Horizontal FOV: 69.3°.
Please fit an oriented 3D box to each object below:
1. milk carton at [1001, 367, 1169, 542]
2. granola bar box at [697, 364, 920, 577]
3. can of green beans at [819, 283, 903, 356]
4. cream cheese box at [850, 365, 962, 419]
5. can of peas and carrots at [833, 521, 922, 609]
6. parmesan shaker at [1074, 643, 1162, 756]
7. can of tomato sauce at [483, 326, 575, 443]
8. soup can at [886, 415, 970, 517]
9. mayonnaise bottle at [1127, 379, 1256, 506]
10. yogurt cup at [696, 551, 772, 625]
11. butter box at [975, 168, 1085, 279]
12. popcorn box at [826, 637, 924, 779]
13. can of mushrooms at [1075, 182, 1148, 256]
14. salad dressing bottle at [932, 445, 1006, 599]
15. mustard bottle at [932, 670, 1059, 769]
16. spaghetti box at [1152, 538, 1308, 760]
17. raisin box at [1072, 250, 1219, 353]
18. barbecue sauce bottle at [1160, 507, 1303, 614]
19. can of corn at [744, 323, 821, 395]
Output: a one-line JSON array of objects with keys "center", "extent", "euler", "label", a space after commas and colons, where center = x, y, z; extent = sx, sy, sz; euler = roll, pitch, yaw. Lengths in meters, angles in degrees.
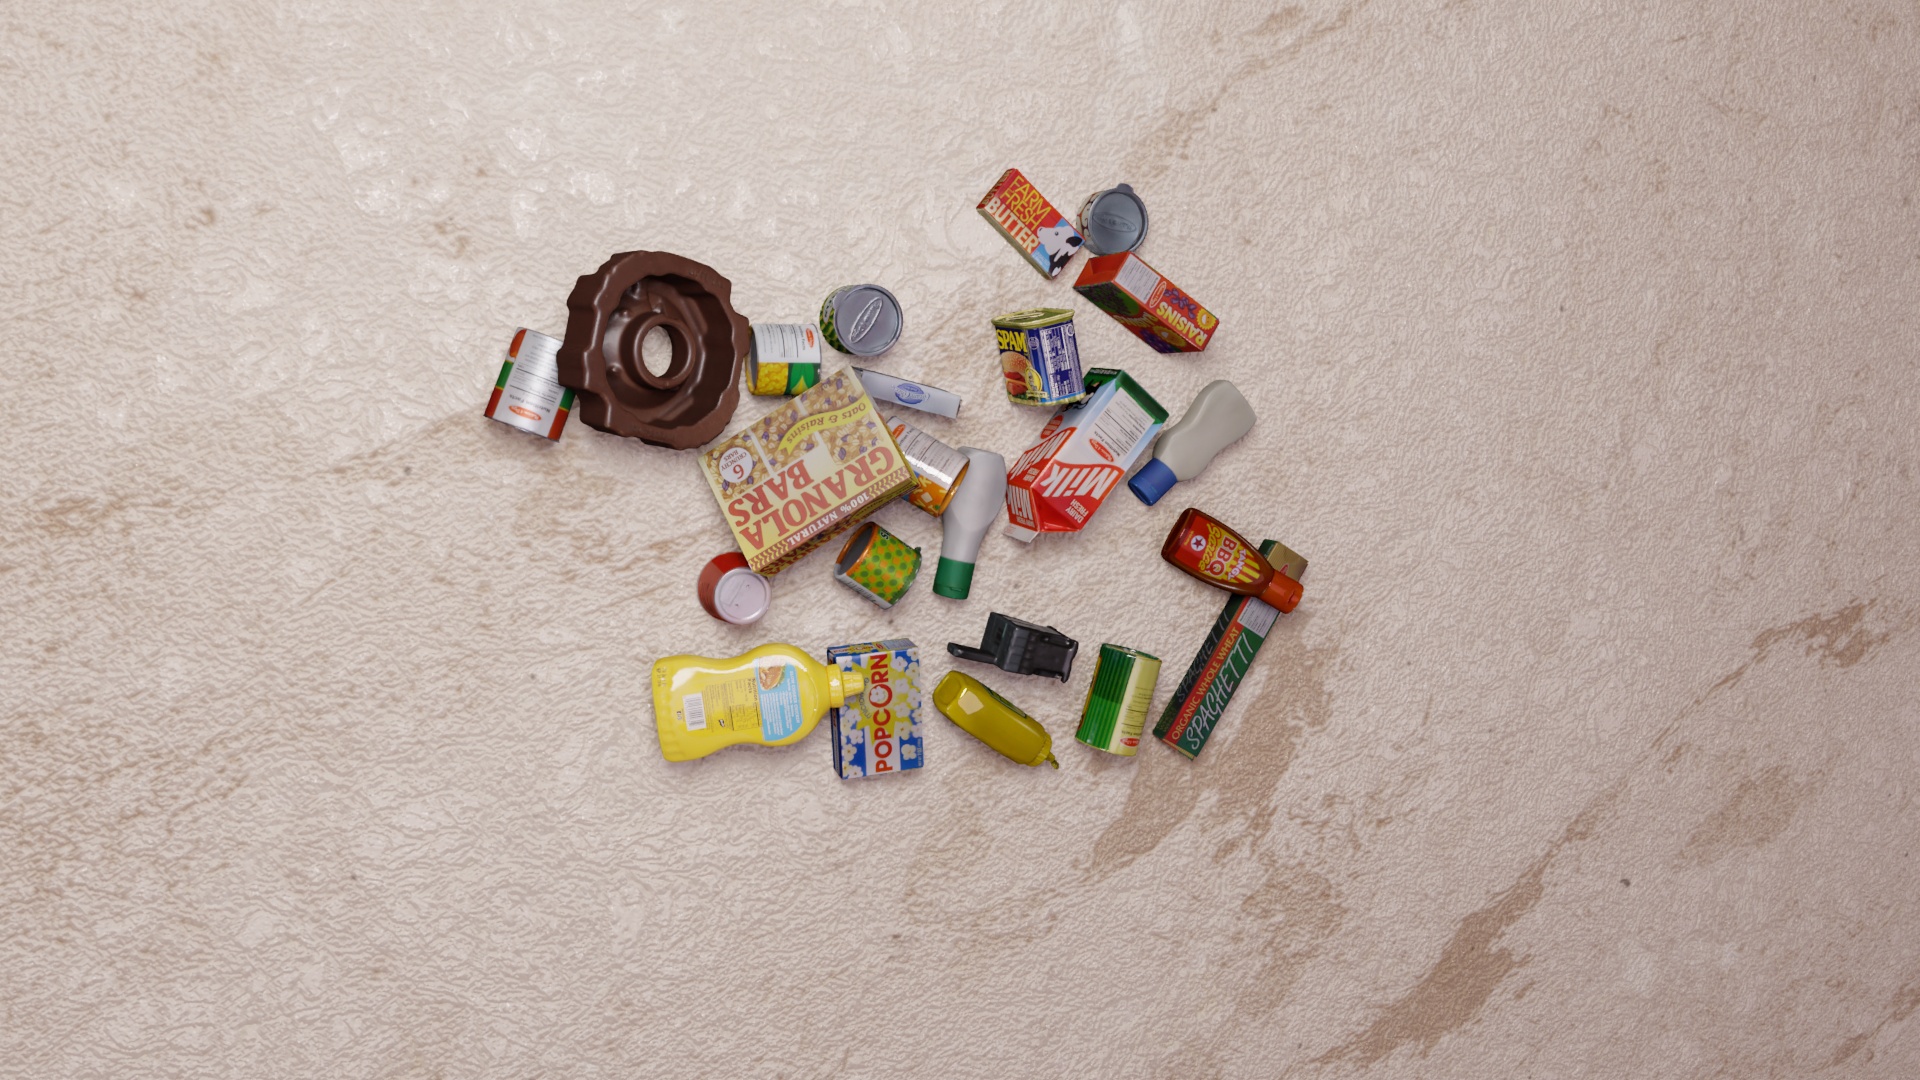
[{"center": [0.112, -0.077, 1.379], "extent": [0.073, 0.072, 0.191], "euler": [41, 82, -21], "label": "milk carton"}, {"center": [-0.136, -0.061, 1.249], "extent": [0.165, 0.039, 0.124], "euler": [-31, 74, 7], "label": "granola bar box"}, {"center": [-0.093, -0.205, 1.290], "extent": [0.071, 0.058, 0.071], "euler": [-3, 100, -20], "label": "can of green beans"}, {"center": [-0.055, -0.141, 1.317], "extent": [0.104, 0.053, 0.024], "euler": [13, 99, -21], "label": "cream cheese box"}, {"center": [-0.078, 0.021, 1.327], "extent": [0.058, 0.071, 0.071], "euler": [34, 86, -21], "label": "can of peas and carrots"}, {"center": [0.165, 0.164, 1.441], "extent": [0.071, 0.071, 0.103], "euler": [15, 92, -22], "label": "parmesan shaker"}, {"center": [-0.364, -0.134, 1.196], "extent": [0.071, 0.071, 0.083], "euler": [20, 88, -22], "label": "can of tomato sauce"}, {"center": [-0.043, -0.068, 1.311], "extent": [0.084, 0.071, 0.071], "euler": [30, 87, 6], "label": "soup can"}, {"center": [0.237, -0.098, 1.439], "extent": [0.148, 0.041, 0.064], "euler": [-43, 108, -8], "label": "mayonnaise bottle"}, {"center": [-0.207, 0.047, 1.289], "extent": [0.072, 0.054, 0.072], "euler": [-3, 99, -19], "label": "yogurt cup"}, {"center": [0.069, -0.308, 1.352], "extent": [0.103, 0.024, 0.053], "euler": [41, 84, -21], "label": "butter box"}, {"center": [-0.083, 0.165, 1.361], "extent": [0.085, 0.038, 0.126], "euler": [-5, 100, -18], "label": "popcorn box"}, {"center": [0.151, -0.317, 1.377], "extent": [0.071, 0.033, 0.071], "euler": [-3, 100, -19], "label": "can of mushrooms"}, {"center": [0.005, -0.017, 1.364], "extent": [0.064, 0.044, 0.147], "euler": [11, 95, -16], "label": "salad dressing bottle"}, {"center": [0.045, 0.189, 1.402], "extent": [0.160, 0.065, 0.049], "euler": [36, 91, -27], "label": "mustard bottle"}, {"center": [0.291, 0.116, 1.498], "extent": [0.050, 0.029, 0.250], "euler": [32, 86, -21], "label": "spaghetti box"}, {"center": [0.183, -0.234, 1.373], "extent": [0.123, 0.086, 0.040], "euler": [33, 82, -22], "label": "raisin box"}, {"center": [0.288, 0.026, 1.455], "extent": [0.148, 0.043, 0.065], "euler": [29, 89, -6], "label": "barbecue sauce bottle"}, {"center": [-0.163, -0.163, 1.268], "extent": [0.058, 0.071, 0.071], "euler": [-2, 99, -19], "label": "can of corn"}]
